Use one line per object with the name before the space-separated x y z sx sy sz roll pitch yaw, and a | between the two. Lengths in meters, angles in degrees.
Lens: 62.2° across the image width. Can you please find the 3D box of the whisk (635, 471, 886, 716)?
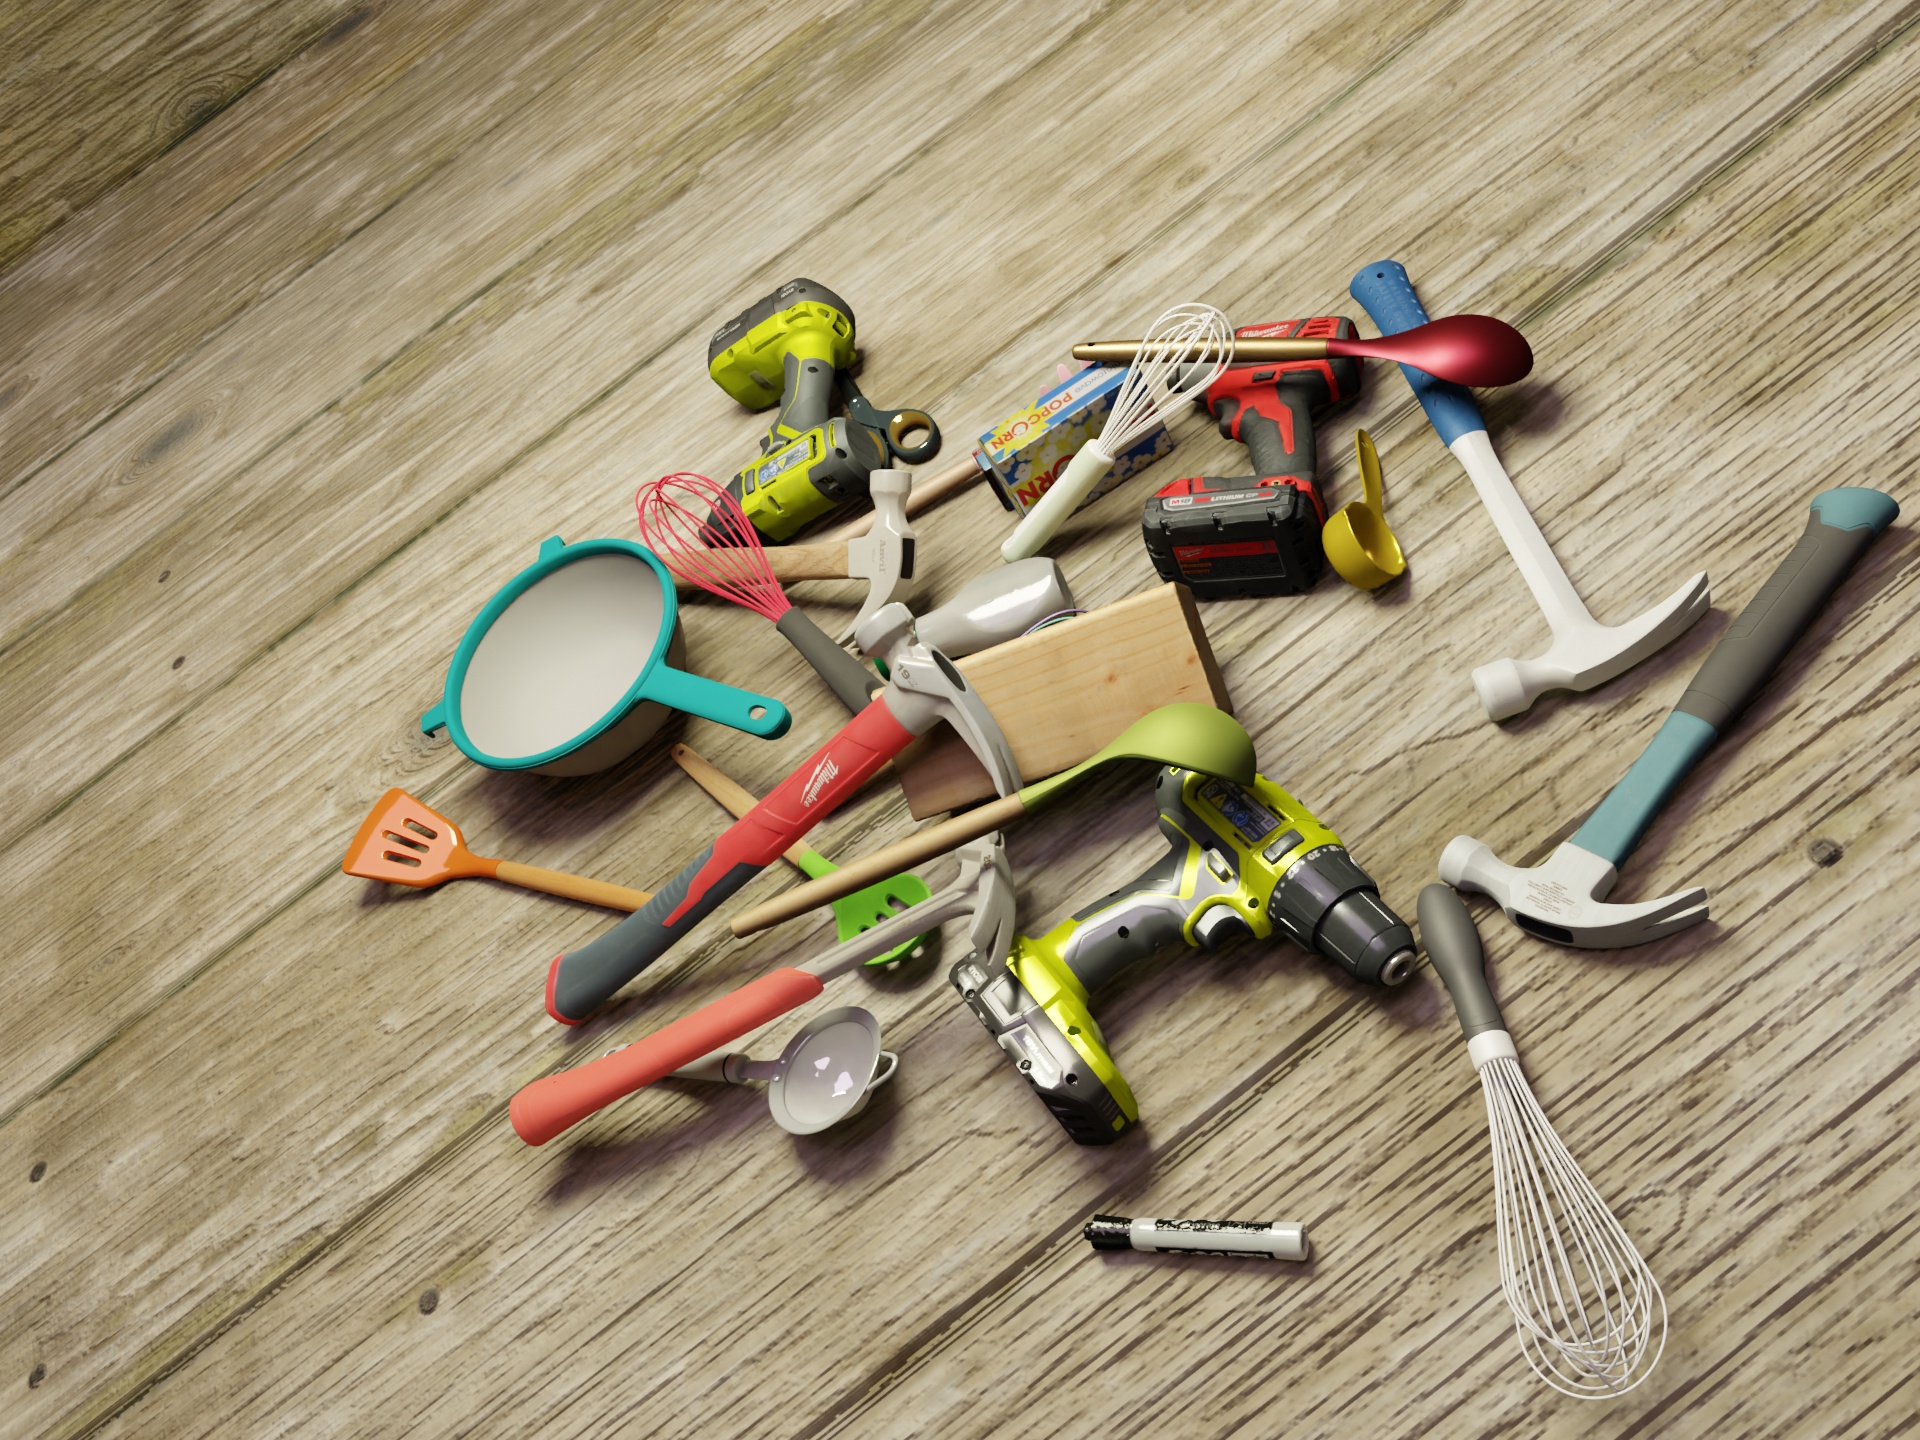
whisk | -0.140 -0.088 1.184 0.073 0.073 0.296 -43 71 -7

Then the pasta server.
pasta server | -0.015 -0.197 1.264 0.316 0.060 0.040 -29 81 10

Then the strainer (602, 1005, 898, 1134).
strainer | -0.134 0.221 1.013 0.258 0.050 0.087 -3 50 33

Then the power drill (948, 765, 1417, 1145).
power drill | 0.126 0.134 0.913 0.228 0.080 0.191 -38 46 -6

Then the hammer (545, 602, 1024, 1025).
hammer | -0.133 0.098 1.035 0.386 0.038 0.143 -41 80 22

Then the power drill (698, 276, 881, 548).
power drill | -0.154 -0.254 1.351 0.171 0.080 0.223 -25 50 26

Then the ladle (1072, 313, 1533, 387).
ladle | 0.228 -0.256 1.094 0.315 0.031 0.069 5 50 22

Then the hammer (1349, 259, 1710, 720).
hammer | 0.347 -0.180 1.056 0.144 0.035 0.406 -22 49 13

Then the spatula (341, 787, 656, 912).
spatula | -0.335 0.113 1.201 0.323 0.041 0.081 7 60 31

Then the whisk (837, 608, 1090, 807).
whisk | -0.001 -0.003 1.112 0.245 0.051 0.047 -33 3 9

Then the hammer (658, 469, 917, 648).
hammer | -0.169 -0.120 1.266 0.331 0.031 0.130 0 90 38

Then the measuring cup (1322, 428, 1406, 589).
measuring cup | 0.267 -0.146 1.074 0.029 0.062 0.157 -38 27 36

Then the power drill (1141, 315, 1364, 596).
power drill | 0.200 -0.194 1.122 0.143 0.078 0.220 -1 53 26

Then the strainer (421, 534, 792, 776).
strainer | -0.242 -0.019 1.216 0.340 0.095 0.211 16 67 34

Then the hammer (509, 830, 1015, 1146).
hammer | -0.127 0.179 0.973 0.359 0.036 0.149 -29 19 13

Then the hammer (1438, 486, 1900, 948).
hammer | 0.417 -0.008 0.890 0.331 0.033 0.128 -48 48 -12

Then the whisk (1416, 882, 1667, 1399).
whisk | 0.280 0.196 0.801 0.070 0.070 0.285 -20 45 14

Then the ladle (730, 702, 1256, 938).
ladle | 0.017 0.070 0.919 0.320 0.078 0.062 -24 85 6

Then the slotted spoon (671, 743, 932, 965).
slotted spoon | -0.120 0.085 1.117 0.070 0.031 0.314 -47 46 -11

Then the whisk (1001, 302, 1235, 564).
whisk | 0.104 -0.197 1.127 0.246 0.059 0.058 -48 17 33
